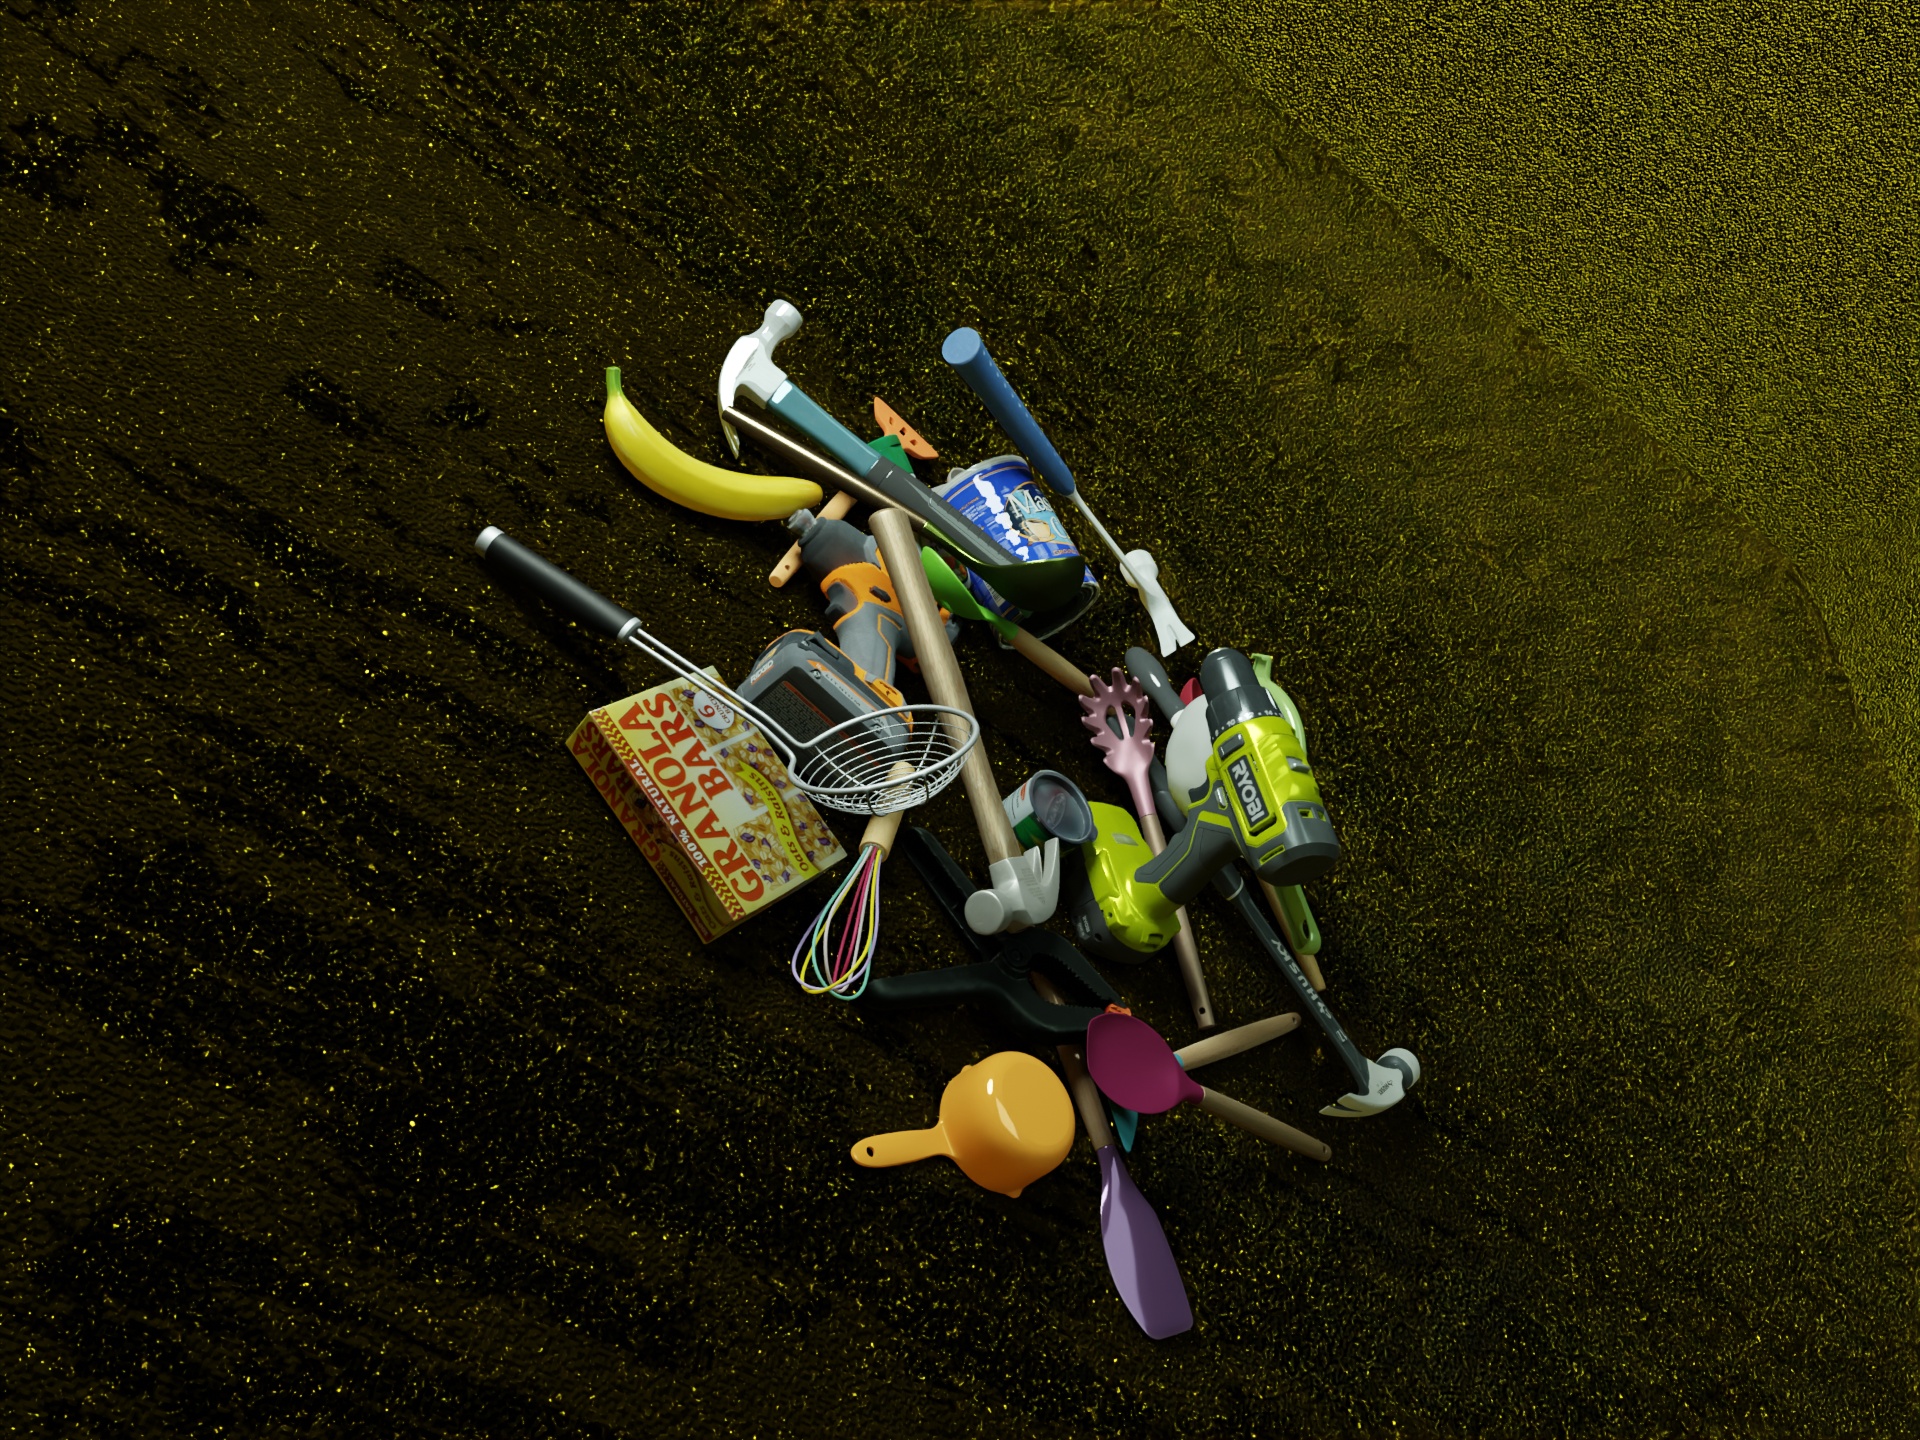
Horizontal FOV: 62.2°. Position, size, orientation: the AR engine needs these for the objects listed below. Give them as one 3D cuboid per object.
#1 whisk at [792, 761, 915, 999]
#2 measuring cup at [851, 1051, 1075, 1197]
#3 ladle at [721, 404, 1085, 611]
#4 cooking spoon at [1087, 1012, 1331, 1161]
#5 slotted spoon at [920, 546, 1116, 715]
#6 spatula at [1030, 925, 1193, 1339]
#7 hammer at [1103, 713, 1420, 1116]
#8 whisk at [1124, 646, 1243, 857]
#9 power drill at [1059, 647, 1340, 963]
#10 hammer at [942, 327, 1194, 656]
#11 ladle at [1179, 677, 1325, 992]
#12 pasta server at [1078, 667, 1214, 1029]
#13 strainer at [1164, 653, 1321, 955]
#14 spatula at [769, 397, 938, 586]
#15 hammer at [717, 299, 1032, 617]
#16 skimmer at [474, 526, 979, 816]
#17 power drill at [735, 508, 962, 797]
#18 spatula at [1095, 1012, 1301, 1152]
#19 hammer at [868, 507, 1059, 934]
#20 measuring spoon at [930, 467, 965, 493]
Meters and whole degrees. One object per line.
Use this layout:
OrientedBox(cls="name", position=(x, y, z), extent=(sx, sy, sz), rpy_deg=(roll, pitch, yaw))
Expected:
OrientedBox(cls="whisk", position=(-0.063, 0.107, 1.128), extent=(0.051, 0.047, 0.245), rpy_deg=(31, 36, -9))
OrientedBox(cls="measuring cup", position=(0.006, 0.267, 1.048), extent=(0.173, 0.052, 0.095), rpy_deg=(4, 55, -45))
OrientedBox(cls="ladle", position=(-0.046, -0.180, 1.279), extent=(0.320, 0.062, 0.078), rpy_deg=(30, 3, 1))
OrientedBox(cls="cooking spoon", position=(0.192, 0.289, 1.199), extent=(0.318, 0.017, 0.069), rpy_deg=(31, 50, -38))
OrientedBox(cls="slotted spoon", position=(0.057, -0.063, 1.344), extent=(0.313, 0.031, 0.070), rpy_deg=(32, 10, -49))
OrientedBox(cls="spatula", position=(0.094, 0.285, 1.151), extent=(0.059, 0.018, 0.316), rpy_deg=(2, 58, -37))
OrientedBox(cls="hammer", position=(0.245, 0.163, 1.379), extent=(0.409, 0.036, 0.149), rpy_deg=(55, 30, 14))
OrientedBox(cls="whisk", position=(0.219, 0.023, 1.436), extent=(0.070, 0.070, 0.285), rpy_deg=(14, 32, -38))
OrientedBox(cls="power drill", position=(0.176, 0.071, 1.244), extent=(0.080, 0.228, 0.191), rpy_deg=(11, 50, -39))
OrientedBox(cls="hammer", position=(0.103, -0.202, 1.433), extent=(0.405, 0.035, 0.144), rpy_deg=(44, 18, -46))
OrientedBox(cls="ladle", position=(0.267, 0.104, 1.475), extent=(0.069, 0.031, 0.316), rpy_deg=(28, 38, -64))
OrientedBox(cls="pasta server", position=(0.164, 0.105, 1.345), extent=(0.040, 0.060, 0.316), rpy_deg=(45, 30, -64))
OrientedBox(cls="strainer", position=(0.223, 0.076, 1.288), extent=(0.069, 0.151, 0.257), rpy_deg=(9, 47, -28))
OrientedBox(cls="spatula", position=(-0.095, -0.198, 1.385), extent=(0.081, 0.041, 0.323), rpy_deg=(42, 41, -9))
OrientedBox(cls="hammer", position=(-0.062, -0.203, 1.324), extent=(0.331, 0.033, 0.128), rpy_deg=(38, 75, -2))
OrientedBox(cls="skimmer", position=(-0.161, -0.049, 1.054), extent=(0.363, 0.090, 0.127), rpy_deg=(33, 34, 5))
OrientedBox(cls="power drill", position=(-0.090, -0.064, 1.217), extent=(0.164, 0.084, 0.227), rpy_deg=(42, 33, -16))
OrientedBox(cls="spatula", position=(0.192, 0.263, 1.248), extent=(0.317, 0.044, 0.082), rpy_deg=(-5, 73, -49))
OrientedBox(cls="hammer", position=(-0.002, -0.004, 1.180), extent=(0.130, 0.031, 0.331), rpy_deg=(4, 64, -62))
OrientedBox(cls="measuring spoon", position=(-0.026, -0.202, 1.466), extent=(0.034, 0.018, 0.124), rpy_deg=(53, 44, 3))
